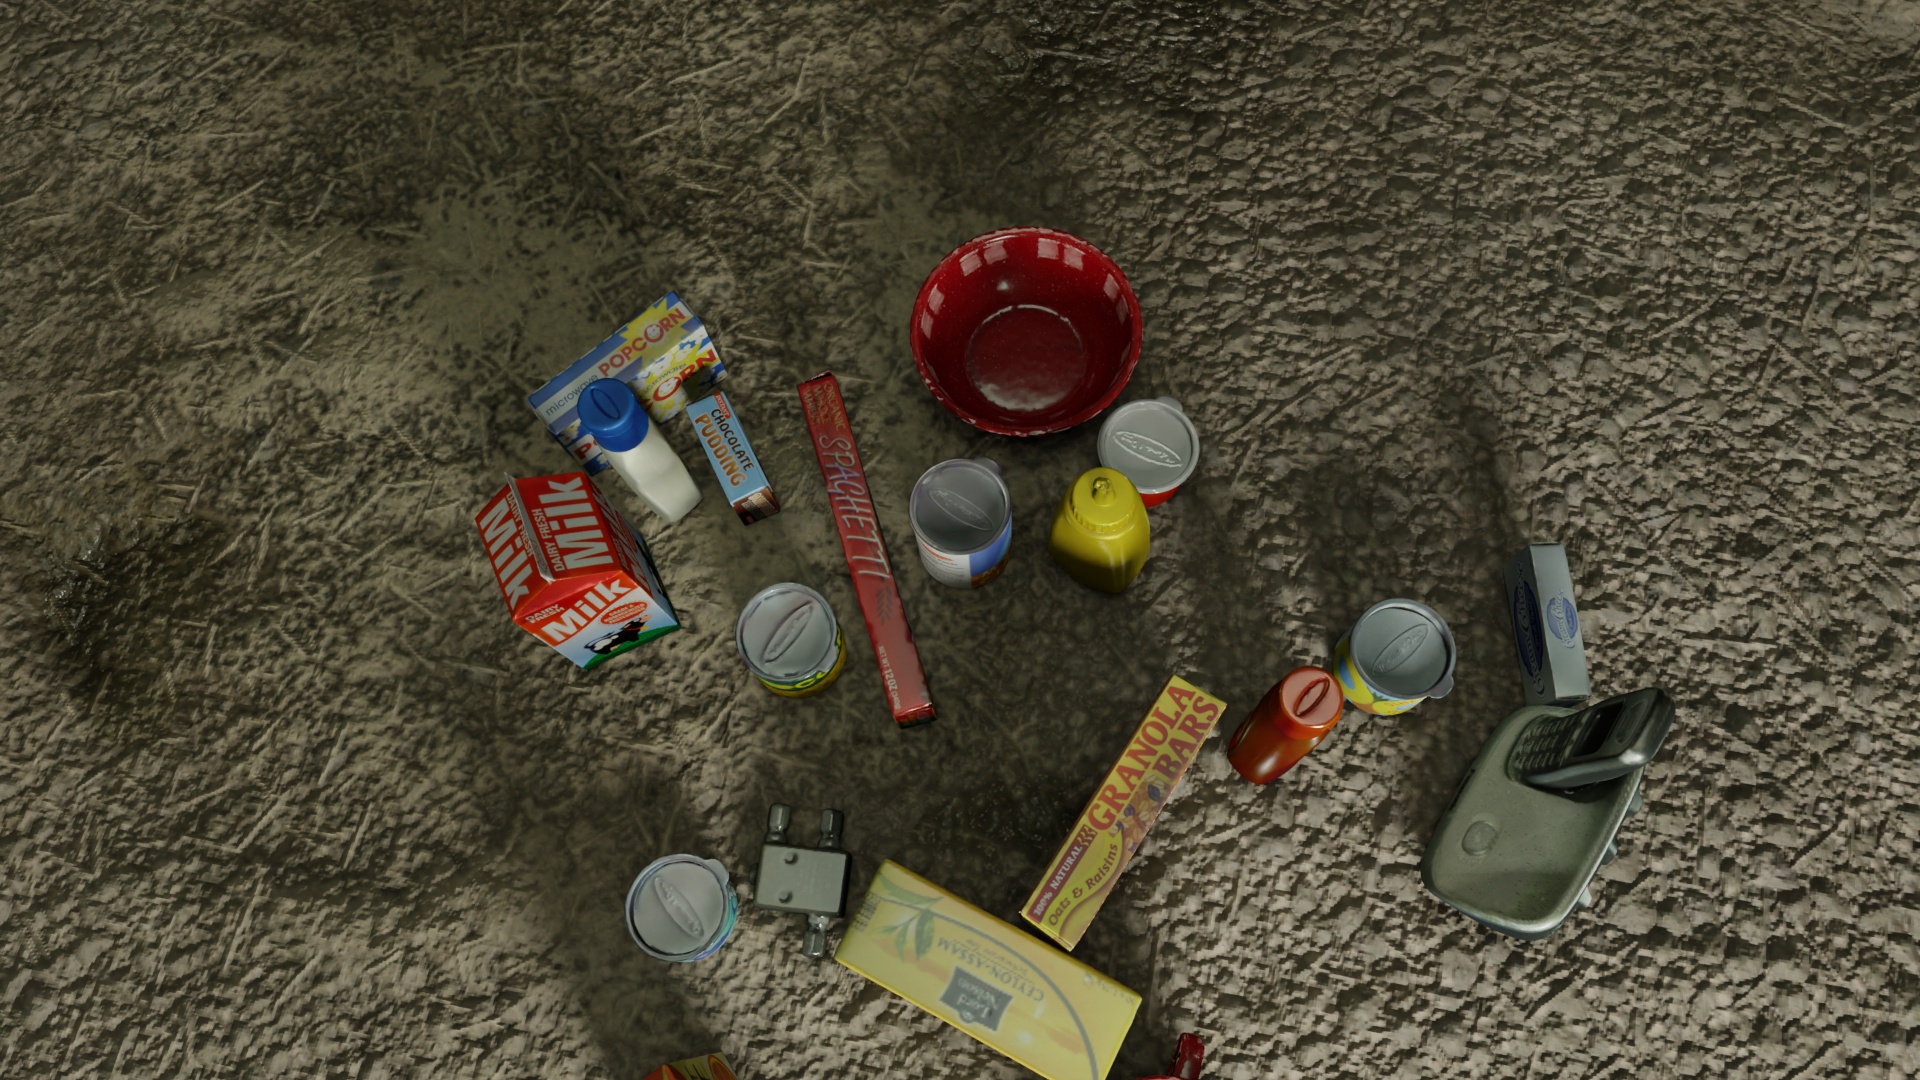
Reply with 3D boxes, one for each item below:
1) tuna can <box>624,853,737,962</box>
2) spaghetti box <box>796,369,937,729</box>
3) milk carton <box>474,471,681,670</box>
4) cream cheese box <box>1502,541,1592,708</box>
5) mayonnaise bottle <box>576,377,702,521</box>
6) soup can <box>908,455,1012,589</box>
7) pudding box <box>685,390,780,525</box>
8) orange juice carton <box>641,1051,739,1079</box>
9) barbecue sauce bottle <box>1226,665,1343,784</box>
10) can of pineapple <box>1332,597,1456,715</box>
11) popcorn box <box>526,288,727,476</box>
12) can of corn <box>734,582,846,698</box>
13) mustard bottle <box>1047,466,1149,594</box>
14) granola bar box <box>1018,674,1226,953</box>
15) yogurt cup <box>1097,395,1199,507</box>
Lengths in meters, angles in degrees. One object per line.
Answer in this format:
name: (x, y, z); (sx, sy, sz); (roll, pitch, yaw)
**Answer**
tuna can: (-0.175, 0.232, 0.883); (0.071, 0.032, 0.071); (-1, 72, 2)
spaghetti box: (-0.064, 0.004, 0.944); (0.029, 0.050, 0.250); (-17, 72, -3)
milk carton: (-0.242, 0.018, 0.874); (0.073, 0.190, 0.072); (-25, 73, -5)
cream cheese box: (0.381, 0.058, 0.904); (0.024, 0.053, 0.104); (-3, 72, 2)
mayonnaise bottle: (-0.214, -0.062, 0.921); (0.041, 0.147, 0.065); (-40, 75, -10)
soup can: (0.003, -0.012, 0.929); (0.071, 0.083, 0.071); (-1, 72, 2)
pudding box: (-0.158, -0.057, 0.969); (0.030, 0.049, 0.084); (-26, 73, -6)
orange juice carton: (-0.161, 0.337, 0.763); (0.072, 0.192, 0.073); (-35, 74, -8)
barbecue sauce bottle: (0.200, 0.110, 0.845); (0.044, 0.148, 0.065); (42, 79, 14)
can of pineapple: (0.280, 0.078, 0.900); (0.071, 0.057, 0.071); (-1, 72, 2)
popcorn box: (-0.230, -0.108, 0.970); (0.127, 0.085, 0.038); (-39, 75, -10)
can of corn: (-0.109, 0.069, 0.920); (0.071, 0.058, 0.071); (-1, 72, 2)
mustard bottle: (0.090, -0.011, 0.884); (0.065, 0.159, 0.049); (30, 76, 12)
granola bar box: (0.095, 0.168, 0.843); (0.039, 0.124, 0.166); (32, 76, 12)
yogurt cup: (0.127, -0.056, 0.953); (0.072, 0.053, 0.072); (-1, 72, 2)
